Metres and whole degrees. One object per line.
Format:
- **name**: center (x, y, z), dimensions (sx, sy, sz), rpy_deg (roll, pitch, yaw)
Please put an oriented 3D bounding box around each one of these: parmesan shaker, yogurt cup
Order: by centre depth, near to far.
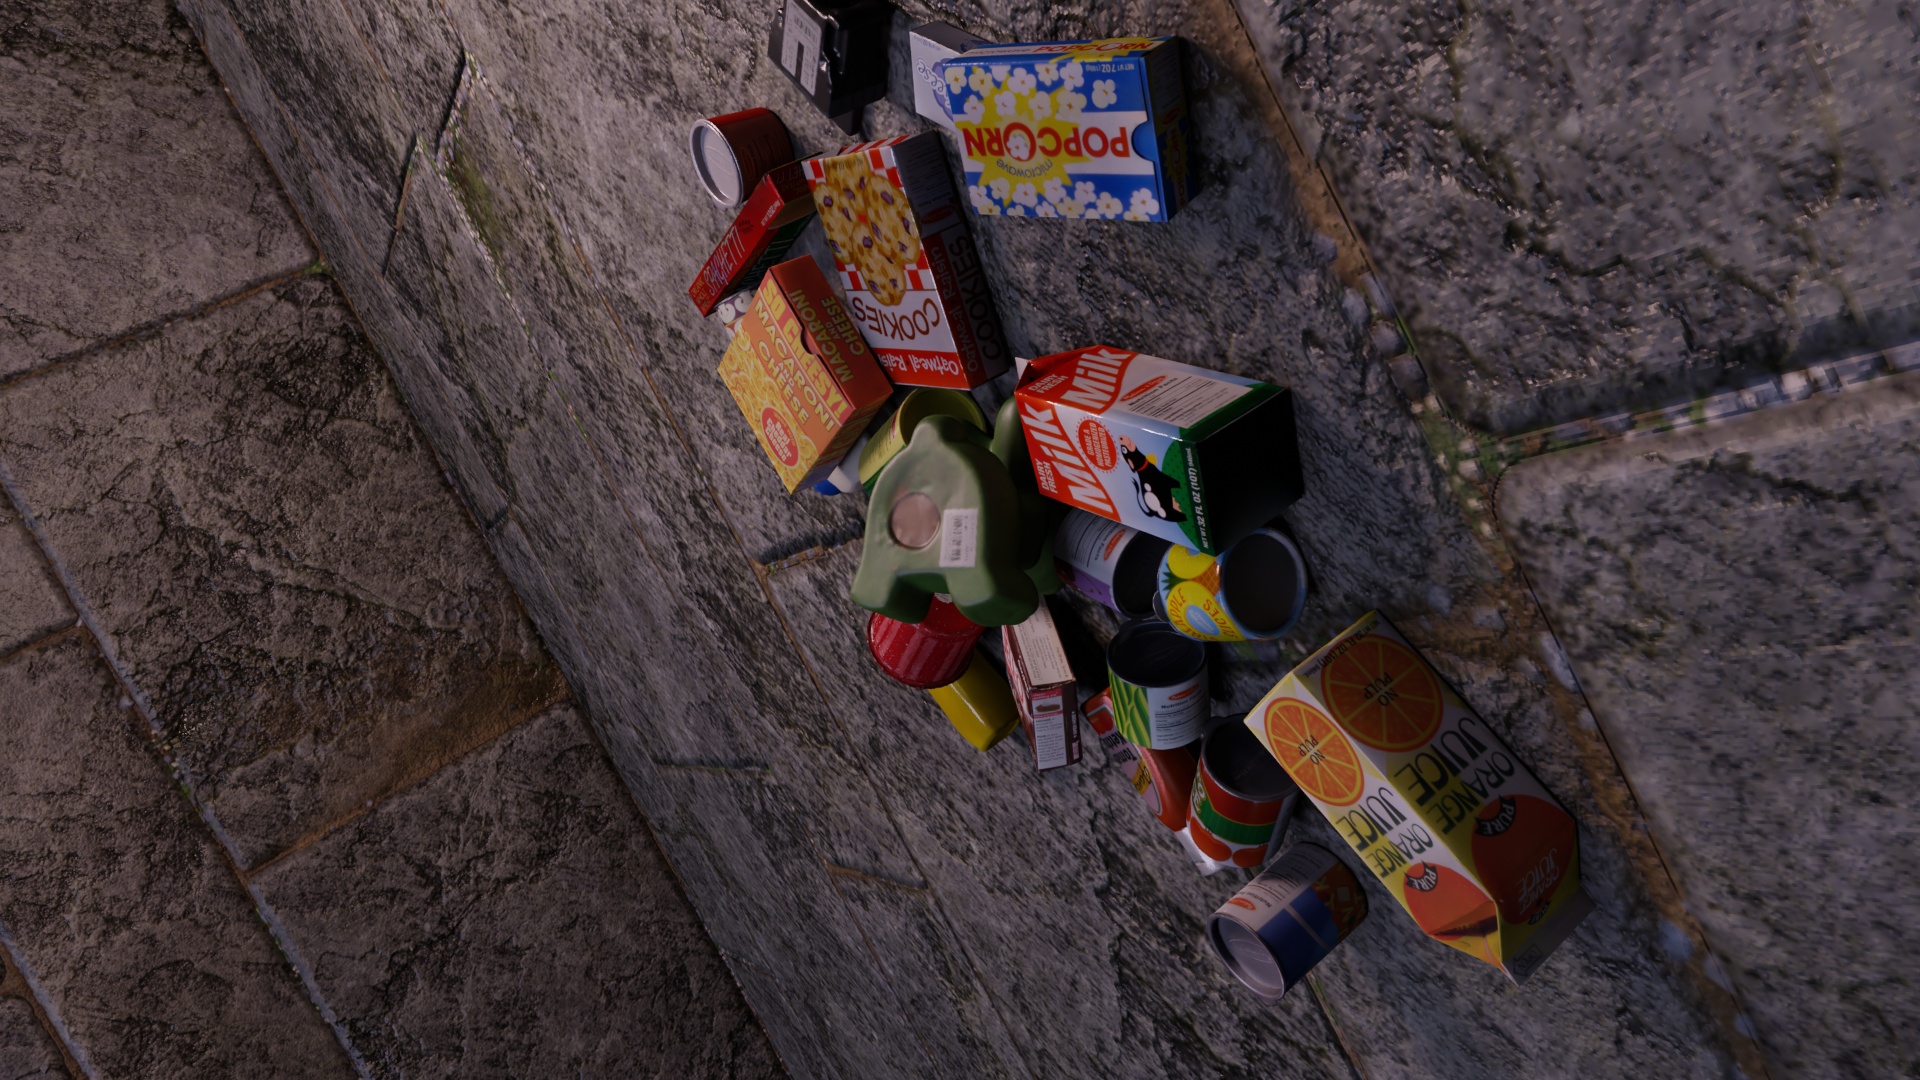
- **parmesan shaker**: center (-0.029, -0.069, 1.028), dimensions (0.071, 0.071, 0.102), rpy_deg (58, 154, 2)
- **yogurt cup**: center (-0.162, -0.290, 1.040), dimensions (0.072, 0.054, 0.072), rpy_deg (40, 148, 33)

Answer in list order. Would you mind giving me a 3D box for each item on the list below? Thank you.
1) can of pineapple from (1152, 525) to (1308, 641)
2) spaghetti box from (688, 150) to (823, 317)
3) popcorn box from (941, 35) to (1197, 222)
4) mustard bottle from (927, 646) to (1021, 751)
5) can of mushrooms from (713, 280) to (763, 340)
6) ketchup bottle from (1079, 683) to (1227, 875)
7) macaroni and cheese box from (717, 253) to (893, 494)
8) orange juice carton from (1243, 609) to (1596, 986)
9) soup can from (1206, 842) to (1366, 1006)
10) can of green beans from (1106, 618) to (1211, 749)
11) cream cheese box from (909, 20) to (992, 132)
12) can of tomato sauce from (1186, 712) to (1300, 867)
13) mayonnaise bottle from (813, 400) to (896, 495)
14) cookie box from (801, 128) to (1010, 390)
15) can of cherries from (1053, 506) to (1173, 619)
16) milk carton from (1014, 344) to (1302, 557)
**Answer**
- **can of pineapple**: center (0.156, 0.027, 0.800), dimensions (0.058, 0.071, 0.071), rpy_deg (-9, 109, 61)
- **spaghetti box**: center (-0.161, -0.236, 1.098), dimensions (0.028, 0.050, 0.249), rpy_deg (61, 154, -2)
- **popcorn box**: center (0.056, -0.214, 0.726), dimensions (0.127, 0.038, 0.084), rpy_deg (12, 129, 37)
- **mustard bottle**: center (-0.011, 0.103, 1.189), dimensions (0.160, 0.049, 0.065), rpy_deg (52, 153, 16)
- **can of mushrooms**: center (-0.162, -0.191, 1.129), dimensions (0.071, 0.071, 0.033), rpy_deg (-8, 111, 61)
- **ketchup bottle**: center (0.146, 0.166, 0.989), dimensions (0.149, 0.044, 0.064), rpy_deg (55, 160, 7)
- **macaroni and cheese box**: center (-0.123, -0.122, 1.060), dimensions (0.124, 0.040, 0.165), rpy_deg (59, 151, 7)
- **orange juice carton**: center (0.252, 0.139, 0.748), dimensions (0.193, 0.072, 0.072), rpy_deg (50, 153, 18)
- **soup can**: center (0.215, 0.251, 0.911), dimensions (0.071, 0.084, 0.071), rpy_deg (41, 148, 32)
- **can of green beans**: center (0.131, 0.095, 0.915), dimensions (0.071, 0.071, 0.057), rpy_deg (32, 143, 42)
- **cream cheese box**: center (0.013, -0.259, 0.804), dimensions (0.104, 0.024, 0.053), rpy_deg (38, 147, 36)
- **can of tomato sauce**: center (0.181, 0.161, 0.896), dimensions (0.071, 0.071, 0.082), rpy_deg (41, 149, 31)
- **mayonnaise bottle**: center (-0.088, -0.071, 1.152), dimensions (0.064, 0.041, 0.147), rpy_deg (61, 155, 0)
- **cookie box**: center (-0.037, -0.188, 0.947), dimensions (0.123, 0.040, 0.167), rpy_deg (14, 128, 55)
- **can of cherries**: center (0.103, 0.011, 0.881), dimensions (0.058, 0.072, 0.071), rpy_deg (27, 139, 47)
- **milk carton**: center (0.098, -0.060, 0.805), dimensions (0.191, 0.074, 0.072), rpy_deg (24, 137, 49)
